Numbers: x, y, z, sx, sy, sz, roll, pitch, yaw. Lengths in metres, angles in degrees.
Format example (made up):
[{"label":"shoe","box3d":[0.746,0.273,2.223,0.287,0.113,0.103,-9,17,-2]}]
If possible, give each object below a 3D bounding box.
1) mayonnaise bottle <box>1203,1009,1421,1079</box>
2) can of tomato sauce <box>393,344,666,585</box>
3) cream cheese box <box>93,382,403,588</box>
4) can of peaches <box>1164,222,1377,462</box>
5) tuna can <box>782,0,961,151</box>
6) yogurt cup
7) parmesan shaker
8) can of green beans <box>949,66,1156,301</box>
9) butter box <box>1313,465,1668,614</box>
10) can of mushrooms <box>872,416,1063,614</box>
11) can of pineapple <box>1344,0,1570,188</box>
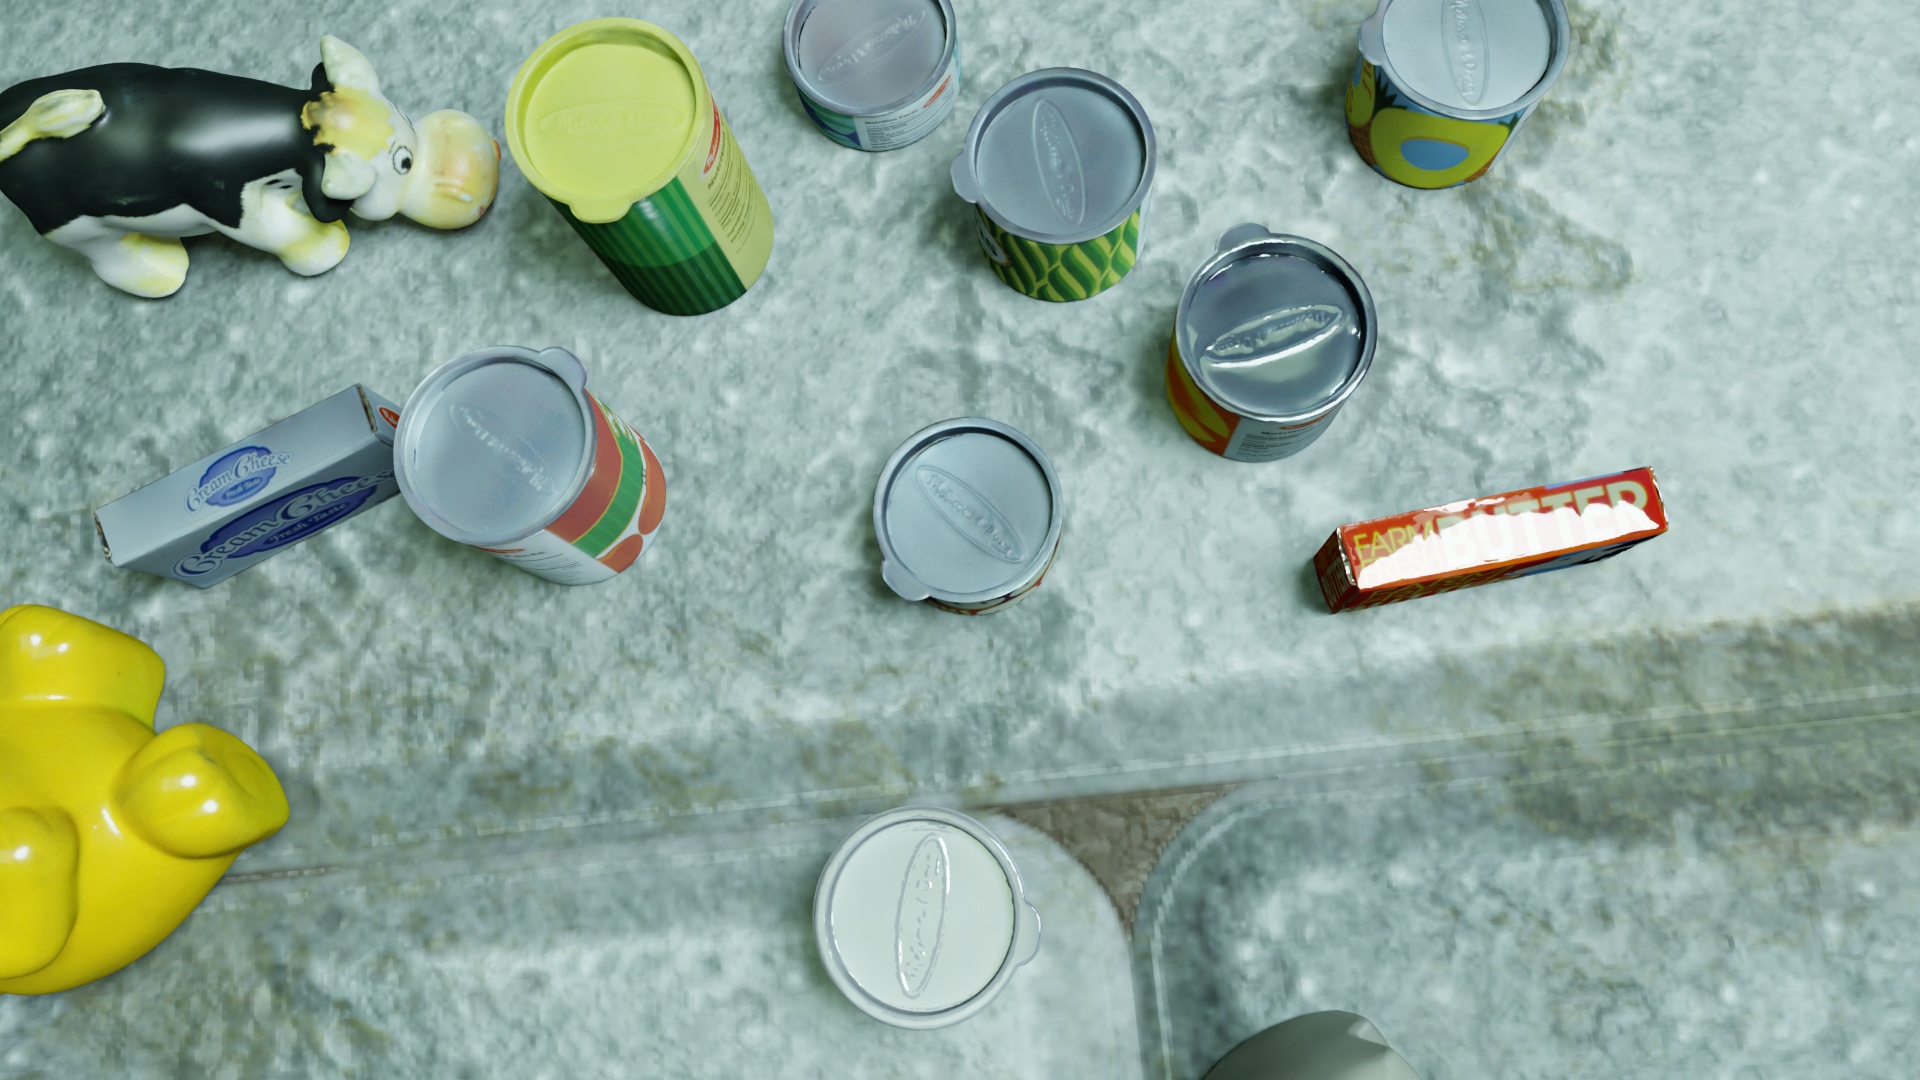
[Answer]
[{"label":"mayonnaise bottle","box3d":[0.104,0.166,0.389,0.065,0.148,0.041,-27,78,-1]},{"label":"can of tomato sauce","box3d":[-0.144,-0.025,0.482,0.071,0.083,0.071,-1,78,4]},{"label":"cream cheese box","box3d":[-0.248,-0.018,0.504,0.104,0.053,0.024,-26,78,-1]},{"label":"can of peaches","box3d":[0.105,-0.067,0.485,0.071,0.058,0.071,-1,78,4]},{"label":"tuna can","box3d":[-0.034,-0.188,0.534,0.071,0.032,0.071,-1,78,4]},{"label":"yogurt cup","box3d":[-0.011,0.122,0.456,0.072,0.054,0.072,-1,78,4]},{"label":"parmesan shaker","box3d":[-0.109,-0.124,0.491,0.071,0.103,0.071,-1,78,4]},{"label":"can of green beans","box3d":[0.036,-0.127,0.503,0.071,0.057,0.071,-1,78,4]},{"label":"butter box","box3d":[0.175,0.001,0.468,0.103,0.053,0.024,-11,78,2]},{"label":"can of mushrooms","box3d":[0.002,-0.006,0.492,0.071,0.033,0.071,-1,78,4]},{"label":"can of pineapple","box3d":[0.175,-0.169,0.501,0.071,0.057,0.071,-1,78,4]}]
